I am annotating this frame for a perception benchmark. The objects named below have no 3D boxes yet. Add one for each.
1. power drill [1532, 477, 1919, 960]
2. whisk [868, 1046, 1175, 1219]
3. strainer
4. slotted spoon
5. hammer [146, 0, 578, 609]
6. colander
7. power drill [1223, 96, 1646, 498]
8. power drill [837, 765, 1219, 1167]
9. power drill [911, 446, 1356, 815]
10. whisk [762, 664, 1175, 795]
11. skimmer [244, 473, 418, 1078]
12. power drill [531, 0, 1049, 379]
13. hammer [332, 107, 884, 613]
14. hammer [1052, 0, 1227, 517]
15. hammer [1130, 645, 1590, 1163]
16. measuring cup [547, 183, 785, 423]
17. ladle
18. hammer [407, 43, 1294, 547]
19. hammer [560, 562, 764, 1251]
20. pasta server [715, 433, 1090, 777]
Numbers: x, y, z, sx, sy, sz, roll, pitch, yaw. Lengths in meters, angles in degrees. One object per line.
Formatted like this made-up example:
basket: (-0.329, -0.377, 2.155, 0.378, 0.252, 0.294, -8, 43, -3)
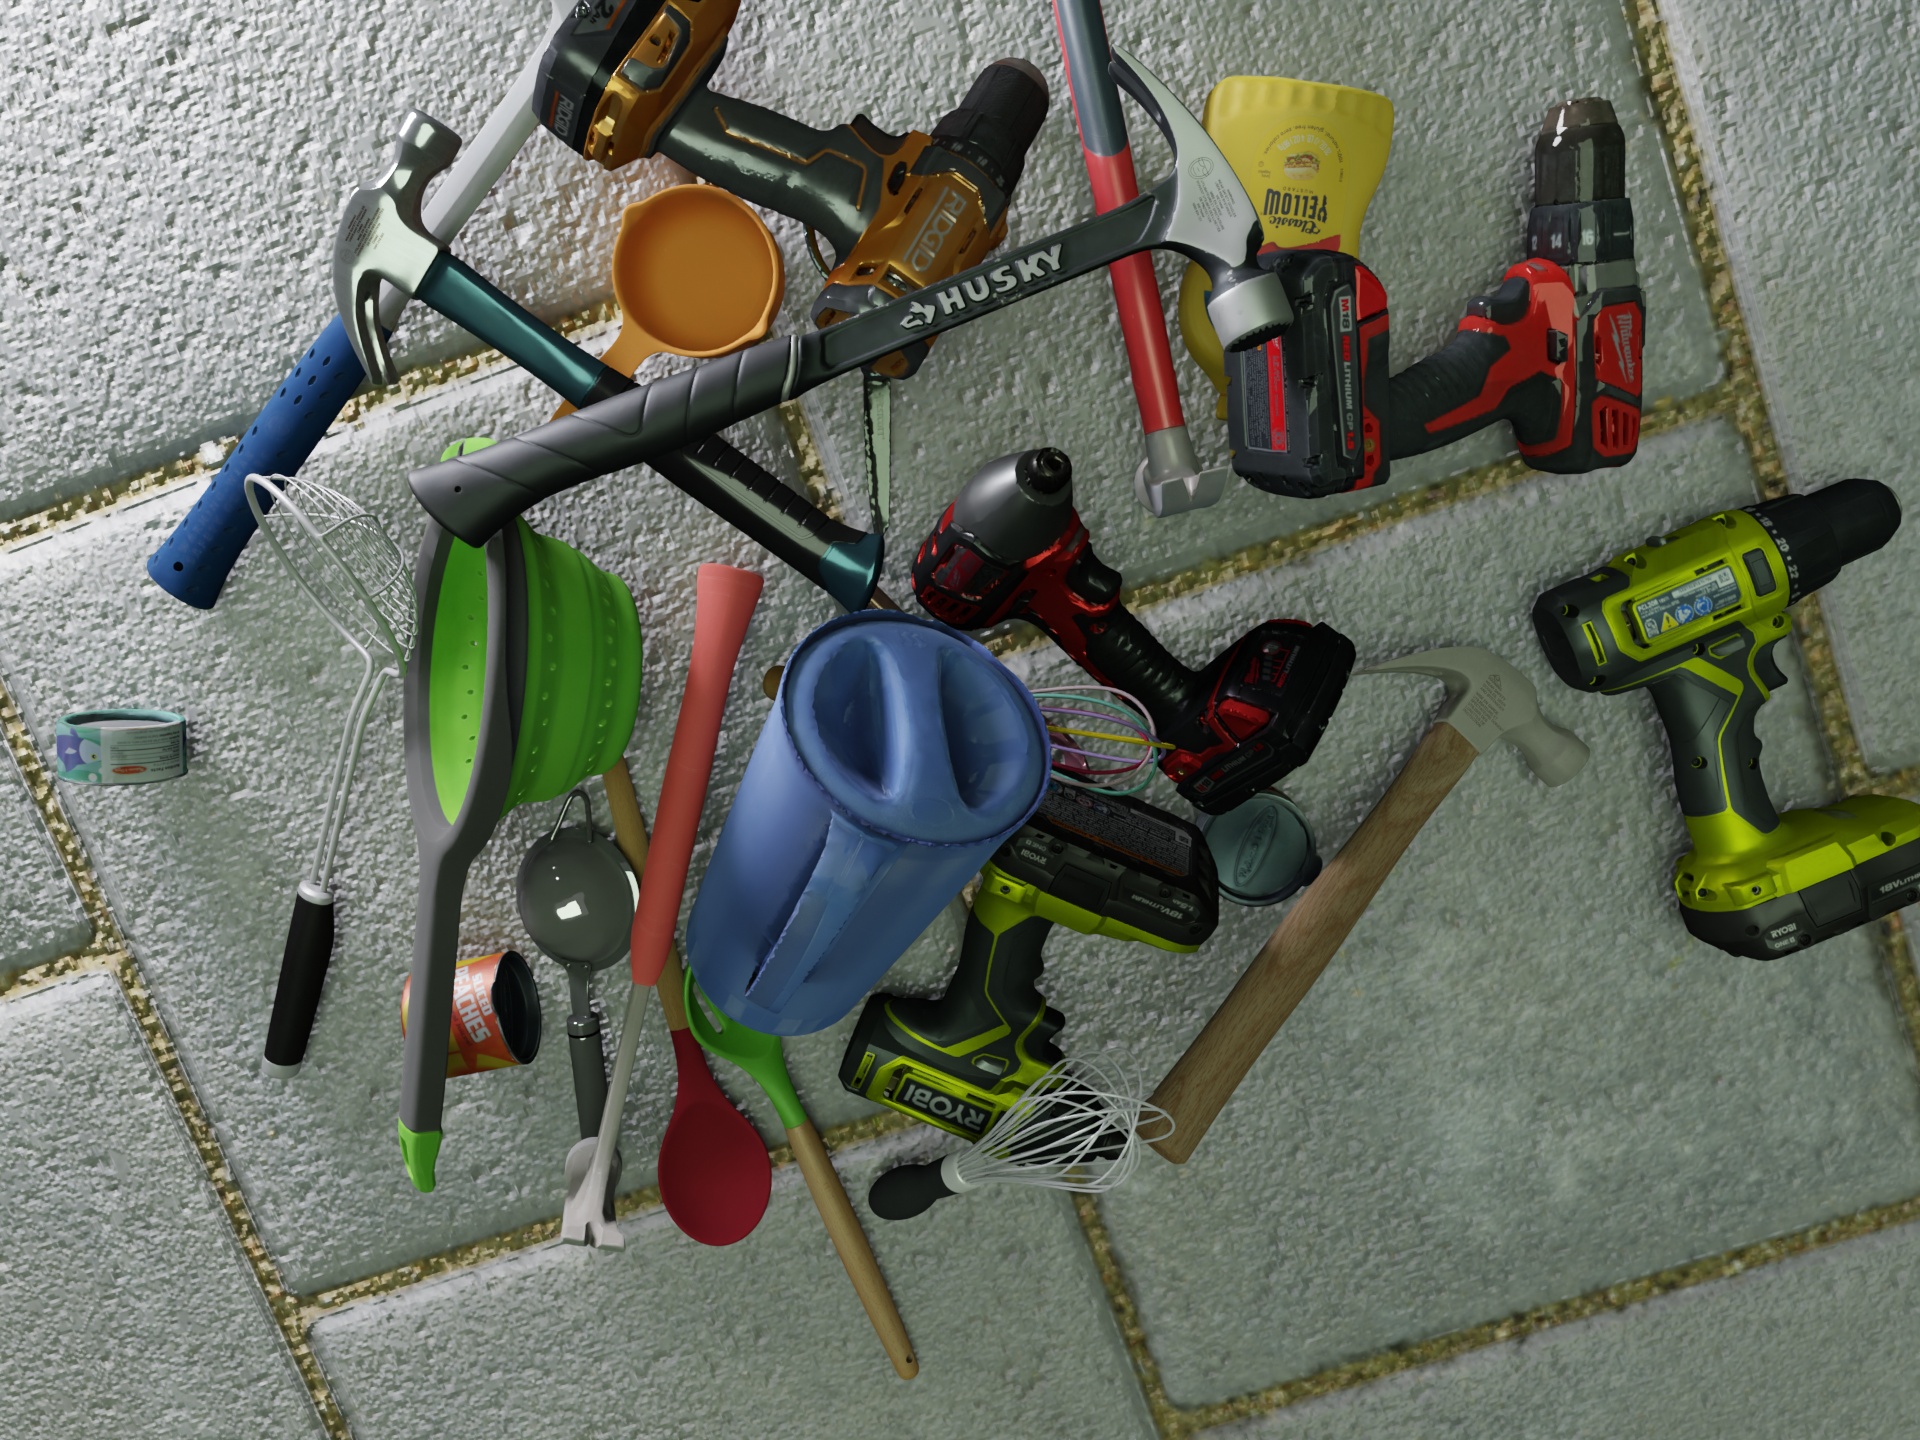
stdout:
power drill: (0.441, -0.005, 0.862, 0.190, 0.080, 0.228, -23, 96, 3)
whisk: (0.019, 0.235, 0.852, 0.070, 0.070, 0.284, 42, 142, -6)
strainer: (-0.222, 0.171, 0.931, 0.087, 0.050, 0.258, 2, 105, 22)
slotted spoon: (-0.090, 0.261, 0.944, 0.031, 0.070, 0.313, -8, 109, 48)
hammer: (-0.318, -0.233, 0.866, 0.144, 0.035, 0.405, 39, 99, -5)
colander: (-0.238, 0.054, 0.853, 0.094, 0.205, 0.397, 4, 95, -30)
power drill: (0.248, -0.208, 0.800, 0.226, 0.080, 0.187, -12, 106, -20)
power drill: (0.048, 0.147, 0.882, 0.171, 0.080, 0.223, 23, 117, -3)
power drill: (0.087, -0.054, 0.833, 0.219, 0.143, 0.079, 34, 60, -5)
whisk: (0.000, -0.002, 0.852, 0.245, 0.047, 0.051, 10, 120, 28)
skimmer: (-0.373, 0.044, 0.880, 0.127, 0.090, 0.363, 30, 110, 36)
power drill: (-0.072, -0.305, 0.796, 0.226, 0.084, 0.185, 33, 74, -13)
hammer: (-0.177, -0.164, 0.824, 0.331, 0.033, 0.128, 35, 102, -4)
hammer: (0.074, -0.294, 0.800, 0.038, 0.143, 0.386, -12, 95, 4)
hammer: (0.200, 0.092, 0.847, 0.130, 0.031, 0.331, 42, 75, -6)
measuring cup: (-0.165, -0.207, 0.858, 0.095, 0.052, 0.173, 42, 100, -5)
ladle: (-0.172, 0.156, 0.934, 0.069, 0.031, 0.315, -12, 97, 3)
hammer: (-0.062, -0.176, 0.737, 0.409, 0.036, 0.149, -21, 88, 1)
hammer: (-0.159, 0.091, 0.850, 0.036, 0.149, 0.359, 13, 84, -13)
pasta server: (-0.046, -0.060, 0.887, 0.316, 0.040, 0.060, 44, 112, -4)
